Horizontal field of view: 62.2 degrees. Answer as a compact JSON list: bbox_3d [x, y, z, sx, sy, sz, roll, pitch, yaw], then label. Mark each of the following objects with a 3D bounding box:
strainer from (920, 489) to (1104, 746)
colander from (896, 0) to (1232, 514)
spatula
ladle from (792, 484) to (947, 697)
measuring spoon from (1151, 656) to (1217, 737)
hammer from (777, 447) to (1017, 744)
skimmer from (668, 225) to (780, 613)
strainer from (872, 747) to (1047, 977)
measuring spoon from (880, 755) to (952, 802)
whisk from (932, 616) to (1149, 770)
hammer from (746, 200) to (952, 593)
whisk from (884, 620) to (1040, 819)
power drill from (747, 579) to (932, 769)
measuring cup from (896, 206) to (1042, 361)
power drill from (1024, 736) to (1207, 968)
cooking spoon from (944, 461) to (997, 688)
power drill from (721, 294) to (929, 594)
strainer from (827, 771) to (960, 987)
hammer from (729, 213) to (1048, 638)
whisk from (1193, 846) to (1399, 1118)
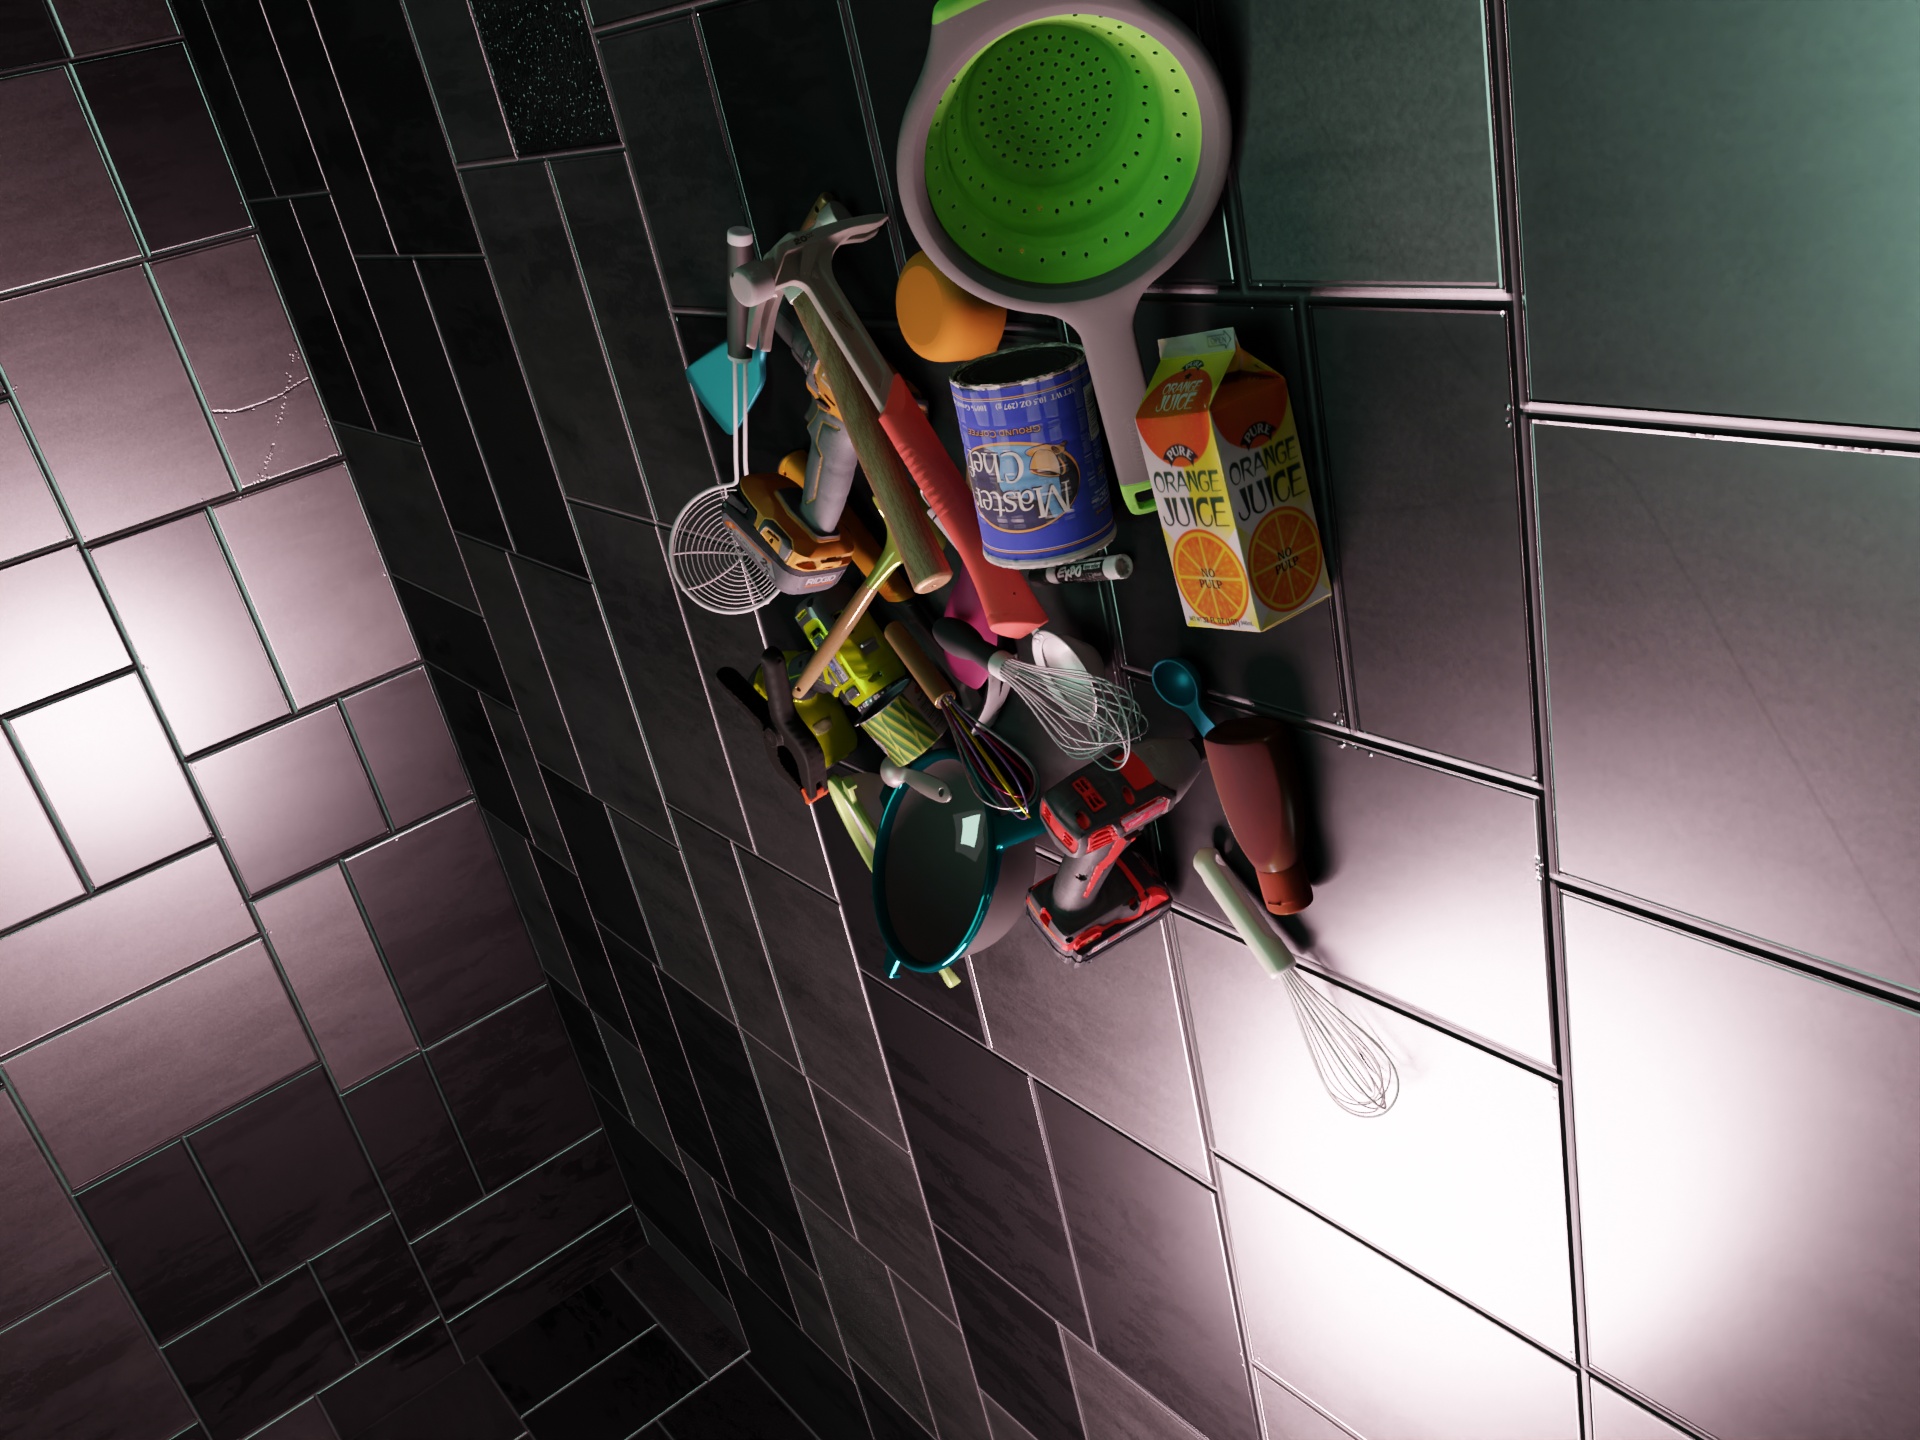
[{"bbox_3d":[0.050,-0.093,1.303,0.258,0.050,0.087,51,160,3],"label":"strainer"},{"bbox_3d":[0.081,-0.311,1.045,0.095,0.204,0.396,-99,-10,-46],"label":"colander"},{"bbox_3d":[-0.178,-0.377,1.456,0.082,0.044,0.317,55,149,4],"label":"spatula"},{"bbox_3d":[-0.098,-0.105,1.458,0.078,0.062,0.320,45,137,5],"label":"ladle"},{"bbox_3d":[0.195,0.002,1.215,0.128,0.021,0.042,53,145,-1],"label":"measuring spoon"},{"bbox_3d":[-0.068,-0.135,1.493,0.337,0.034,0.127,52,150,18],"label":"hammer"},{"bbox_3d":[-0.213,-0.271,1.485,0.127,0.090,0.363,10,129,4],"label":"skimmer"},{"bbox_3d":[0.043,0.117,1.462,0.340,0.095,0.211,-27,59,50],"label":"strainer"},{"bbox_3d":[-0.045,0.056,1.510,0.124,0.018,0.034,21,99,57],"label":"measuring spoon"},{"bbox_3d":[0.052,-0.032,1.265,0.285,0.070,0.070,34,141,53],"label":"whisk"},{"bbox_3d":[-0.086,-0.254,1.307,0.130,0.031,0.331,-31,74,30],"label":"hammer"},{"bbox_3d":[-0.003,-0.006,1.403,0.051,0.047,0.245,-54,54,25],"label":"whisk"},{"bbox_3d":[-0.123,-0.023,1.636,0.190,0.080,0.228,57,149,0],"label":"power drill"},{"bbox_3d":[0.008,-0.331,1.178,0.173,0.052,0.095,-35,73,56],"label":"measuring cup"},{"bbox_3d":[0.126,0.098,1.284,0.079,0.143,0.219,51,156,28],"label":"power drill"},{"bbox_3d":[0.010,-0.166,1.324,0.069,0.017,0.318,34,134,38],"label":"cooking spoon"},{"bbox_3d":[-0.136,-0.250,1.419,0.185,0.084,0.226,48,128,23],"label":"power drill"},{"bbox_3d":[-0.050,0.155,1.667,0.256,0.069,0.151,60,169,-2],"label":"strainer"},{"bbox_3d":[-0.030,-0.228,1.257,0.359,0.149,0.036,58,149,0],"label":"hammer"},{"bbox_3d":[0.260,0.203,1.251,0.059,0.057,0.246,-41,72,25],"label":"whisk"}]
